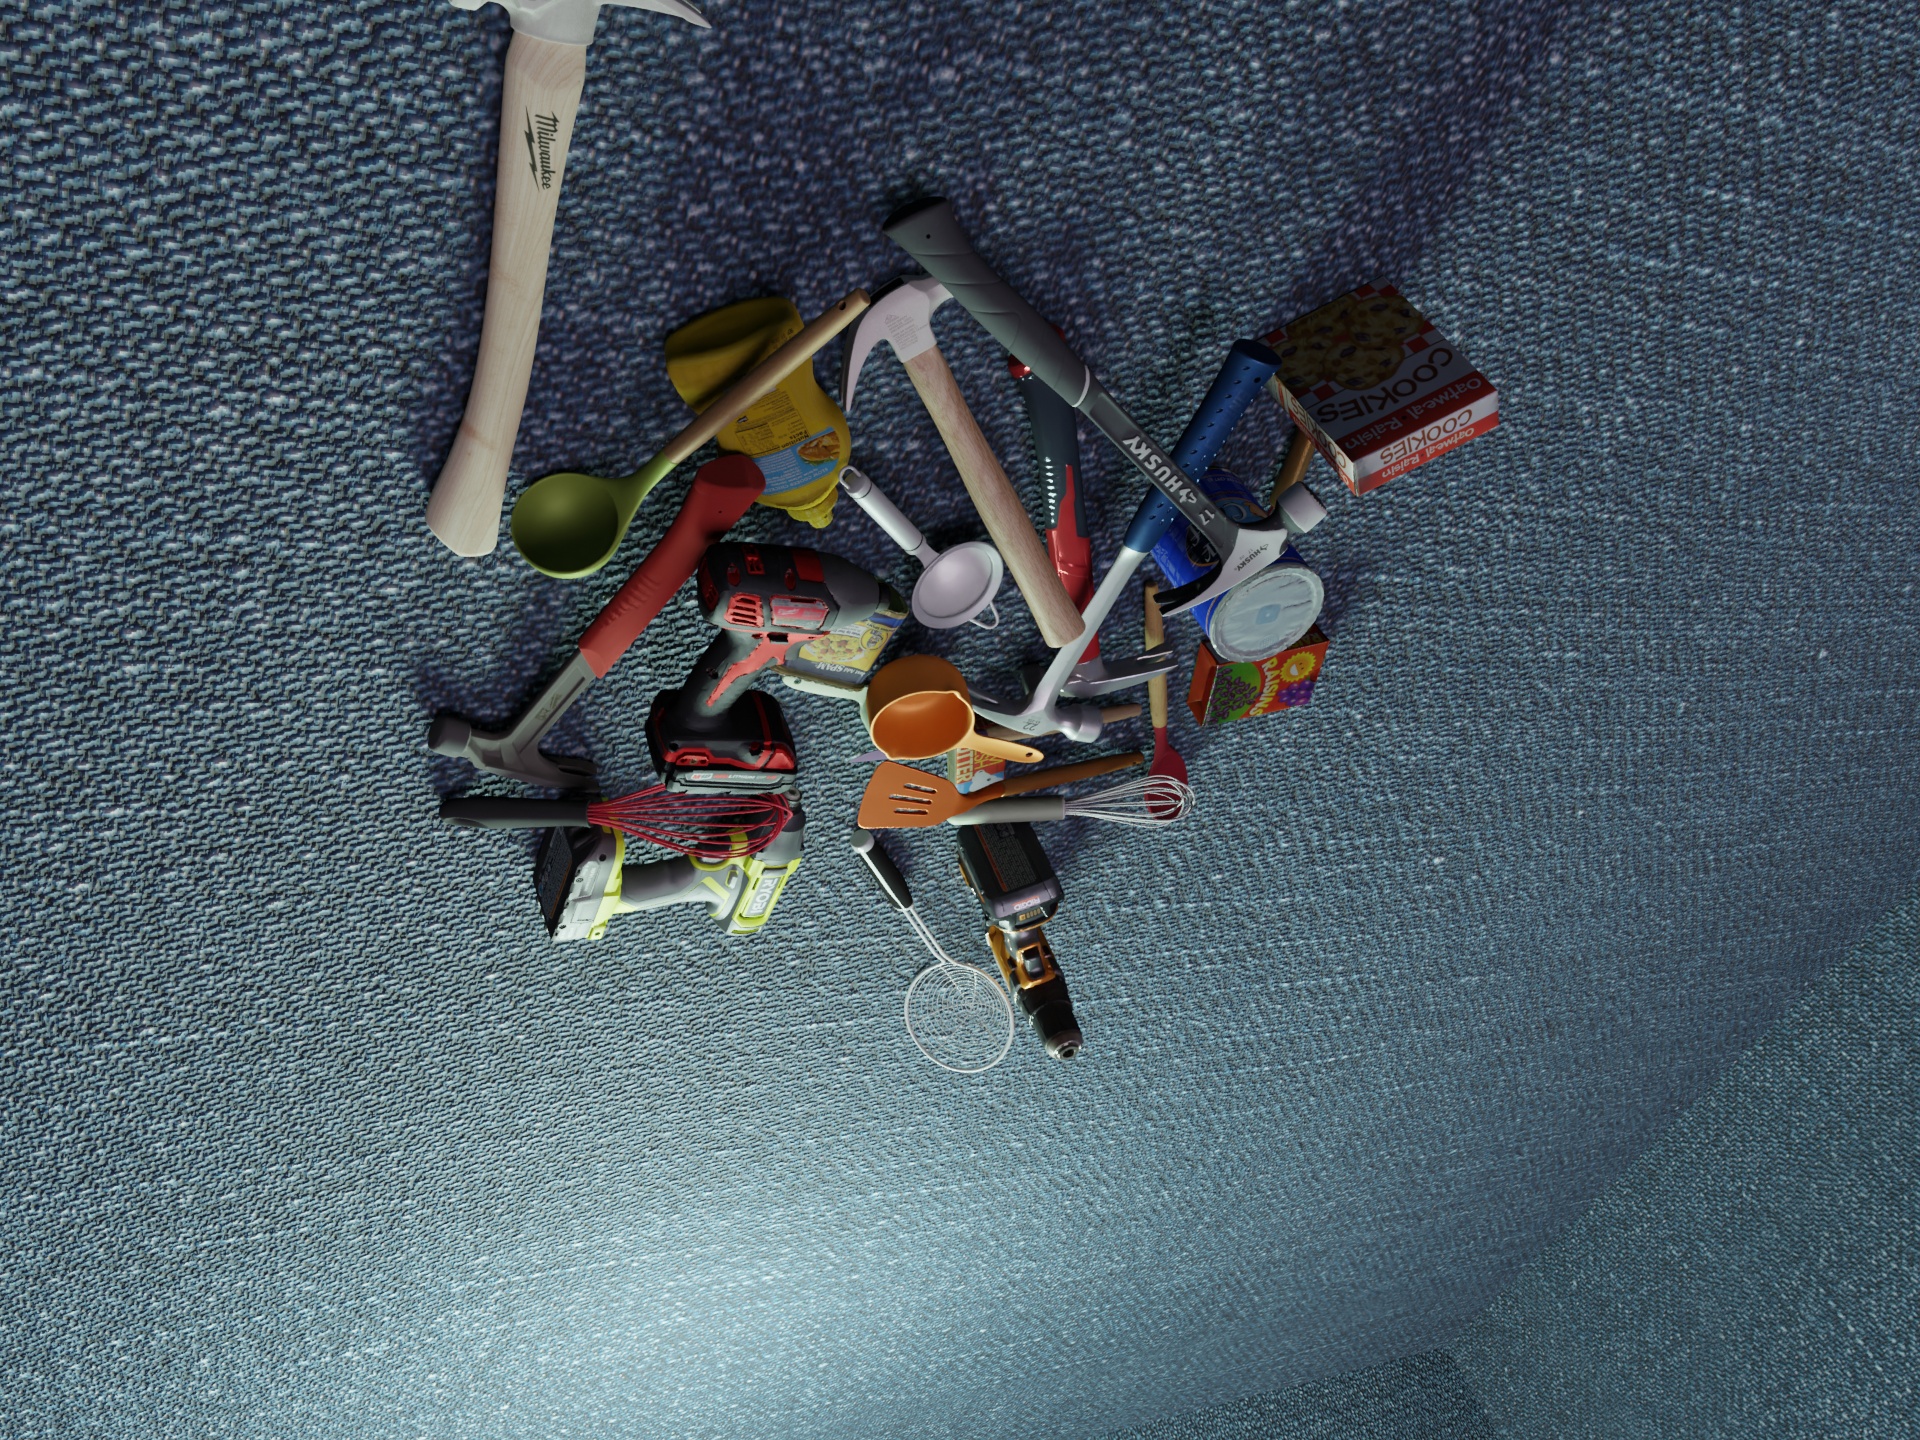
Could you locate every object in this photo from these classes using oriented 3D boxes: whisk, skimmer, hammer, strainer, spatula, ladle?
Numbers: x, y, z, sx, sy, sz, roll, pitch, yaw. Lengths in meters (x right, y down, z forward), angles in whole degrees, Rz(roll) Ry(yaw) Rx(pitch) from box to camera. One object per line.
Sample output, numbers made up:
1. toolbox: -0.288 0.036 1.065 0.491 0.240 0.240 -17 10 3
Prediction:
1. whisk: 0.107 0.084 1.551 0.246 0.058 0.059 -3 132 -2
2. skimmer: -0.043 0.244 1.639 0.127 0.090 0.362 -3 142 21
3. whisk: 0.275 -0.172 1.410 0.047 0.051 0.244 0 130 -20
4. hammer: 0.103 -0.162 1.318 0.143 0.038 0.385 -14 137 -2
5. strainer: -0.034 -0.139 1.251 0.087 0.050 0.258 -42 149 4
6. hammer: 0.095 -0.228 1.158 0.149 0.036 0.408 -41 122 18
7. hammer: -0.253 -0.066 1.203 0.149 0.037 0.359 18 131 -39
8. spatula: 0.043 0.010 1.446 0.315 0.018 0.060 -9 171 -34
9. whisk: -0.283 0.076 1.297 0.296 0.073 0.073 0 138 6
10. ladle: -0.185 -0.193 1.064 0.320 0.078 0.062 -31 165 30
11. hammer: -0.274 -0.275 1.012 0.146 0.038 0.410 -1 134 -29
12. hammer: 0.015 -0.184 1.206 0.130 0.031 0.331 -28 124 4
13. spatula: 0.051 0.054 1.506 0.322 0.041 0.081 -11 136 -38
14. ladle: 0.192 -0.014 1.538 0.069 0.031 0.315 -48 146 -30
15. hammer: 0.135 -0.135 1.303 0.144 0.035 0.405 9 131 -26

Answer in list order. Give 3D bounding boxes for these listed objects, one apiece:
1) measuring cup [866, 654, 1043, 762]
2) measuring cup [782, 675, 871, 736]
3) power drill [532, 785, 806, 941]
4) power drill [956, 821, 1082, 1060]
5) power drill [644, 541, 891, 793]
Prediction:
1. measuring cup: -0.002 -0.004 1.346 0.173 0.052 0.095 17 133 -34
2. measuring cup: -0.082 -0.012 1.386 0.167 0.038 0.083 13 126 -40
3. power drill: -0.251 0.124 1.415 0.223 0.080 0.171 0 134 -33
4. power drill: 0.067 0.221 1.604 0.084 0.186 0.226 -19 136 -7
5. power drill: -0.147 -0.041 1.198 0.143 0.079 0.219 2 138 -29
